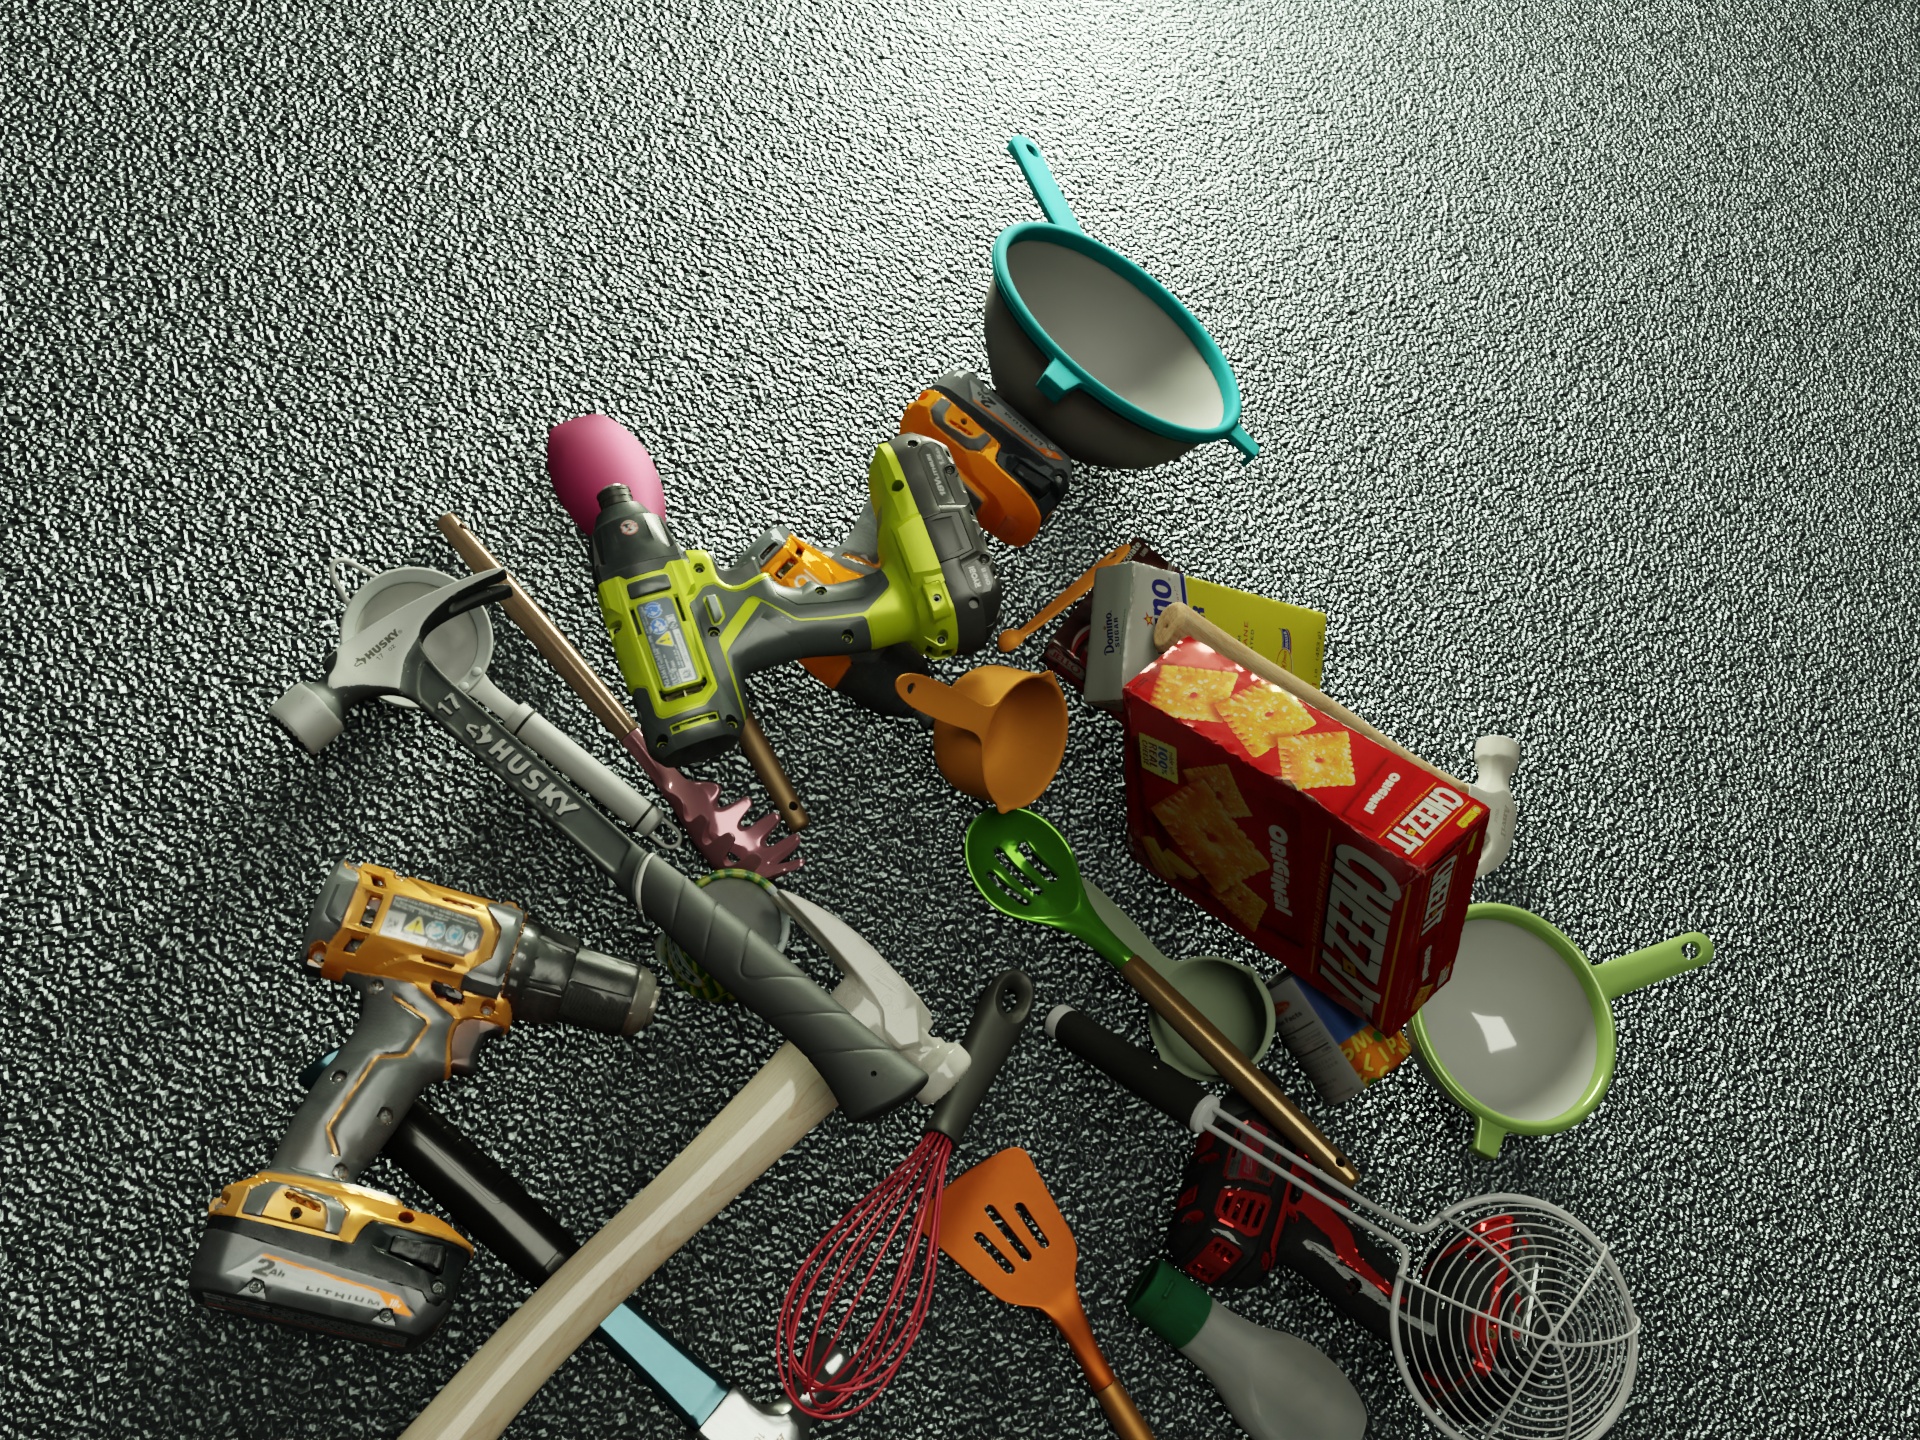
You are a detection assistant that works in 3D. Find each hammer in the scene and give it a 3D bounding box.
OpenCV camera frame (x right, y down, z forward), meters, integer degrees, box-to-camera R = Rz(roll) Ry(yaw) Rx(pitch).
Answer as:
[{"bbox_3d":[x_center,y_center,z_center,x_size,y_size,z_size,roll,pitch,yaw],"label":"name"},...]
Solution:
[{"bbox_3d":[0.258,0.012,1.063,0.331,0.031,0.130,28,63,-26],"label":"hammer"},{"bbox_3d":[-0.181,0.071,0.862,0.409,0.036,0.149,38,67,13],"label":"hammer"},{"bbox_3d":[-0.180,0.268,0.815,0.146,0.038,0.411,47,66,0],"label":"hammer"},{"bbox_3d":[-0.216,0.287,0.846,0.331,0.033,0.128,41,61,3],"label":"hammer"}]

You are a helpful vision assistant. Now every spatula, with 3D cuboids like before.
[{"bbox_3d":[0.092,0.398,0.904,0.081,0.041,0.323,-29,83,-27],"label":"spatula"}]

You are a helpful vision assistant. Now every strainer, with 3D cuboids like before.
[{"bbox_3d":[-0.271,-0.004,0.951,0.258,0.050,0.087,39,65,-5],"label":"strainer"},{"bbox_3d":[0.393,0.190,1.065,0.256,0.069,0.152,-13,70,-24],"label":"strainer"},{"bbox_3d":[0.072,-0.297,1.165,0.210,0.095,0.341,10,46,-35],"label":"strainer"}]

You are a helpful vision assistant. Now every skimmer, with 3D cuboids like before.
[{"bbox_3d":[0.191,0.261,0.884,0.364,0.090,0.127,25,69,43],"label":"skimmer"}]

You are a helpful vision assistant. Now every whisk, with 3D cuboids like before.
[{"bbox_3d":[-0.020,0.252,0.894,0.073,0.073,0.296,34,48,-2],"label":"whisk"}]

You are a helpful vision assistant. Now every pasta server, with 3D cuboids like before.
[{"bbox_3d":[-0.215,-0.016,0.974,0.316,0.040,0.060,48,21,8],"label":"pasta server"}]

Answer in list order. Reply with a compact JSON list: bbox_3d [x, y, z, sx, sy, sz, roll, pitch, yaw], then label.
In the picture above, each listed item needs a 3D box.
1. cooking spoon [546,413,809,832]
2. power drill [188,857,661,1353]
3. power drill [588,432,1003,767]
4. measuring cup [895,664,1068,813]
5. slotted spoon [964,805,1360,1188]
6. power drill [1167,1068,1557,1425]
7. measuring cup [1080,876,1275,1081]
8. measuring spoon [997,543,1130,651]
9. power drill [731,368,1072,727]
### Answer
[{"bbox_3d":[-0.177,-0.067,1.019,0.069,0.017,0.319,-25,76,-25],"label":"cooking spoon"},{"bbox_3d":[-0.265,0.195,0.810,0.185,0.084,0.226,18,57,-12],"label":"power drill"},{"bbox_3d":[-0.102,-0.085,0.951,0.223,0.080,0.171,-18,78,-13],"label":"power drill"},{"bbox_3d":[-0.002,-0.003,0.982,0.173,0.052,0.095,25,83,-50],"label":"measuring cup"},{"bbox_3d":[0.119,0.168,0.973,0.070,0.031,0.314,-37,68,-26],"label":"slotted spoon"},{"bbox_3d":[0.238,0.307,0.953,0.219,0.078,0.143,29,42,2],"label":"power drill"},{"bbox_3d":[0.129,0.157,1.011,0.168,0.038,0.083,44,98,25],"label":"measuring cup"},{"bbox_3d":[0.070,-0.086,1.087,0.117,0.021,0.011,-39,116,-8],"label":"measuring spoon"},{"bbox_3d":[-0.026,-0.109,1.054,0.164,0.084,0.226,41,66,2],"label":"power drill"}]
